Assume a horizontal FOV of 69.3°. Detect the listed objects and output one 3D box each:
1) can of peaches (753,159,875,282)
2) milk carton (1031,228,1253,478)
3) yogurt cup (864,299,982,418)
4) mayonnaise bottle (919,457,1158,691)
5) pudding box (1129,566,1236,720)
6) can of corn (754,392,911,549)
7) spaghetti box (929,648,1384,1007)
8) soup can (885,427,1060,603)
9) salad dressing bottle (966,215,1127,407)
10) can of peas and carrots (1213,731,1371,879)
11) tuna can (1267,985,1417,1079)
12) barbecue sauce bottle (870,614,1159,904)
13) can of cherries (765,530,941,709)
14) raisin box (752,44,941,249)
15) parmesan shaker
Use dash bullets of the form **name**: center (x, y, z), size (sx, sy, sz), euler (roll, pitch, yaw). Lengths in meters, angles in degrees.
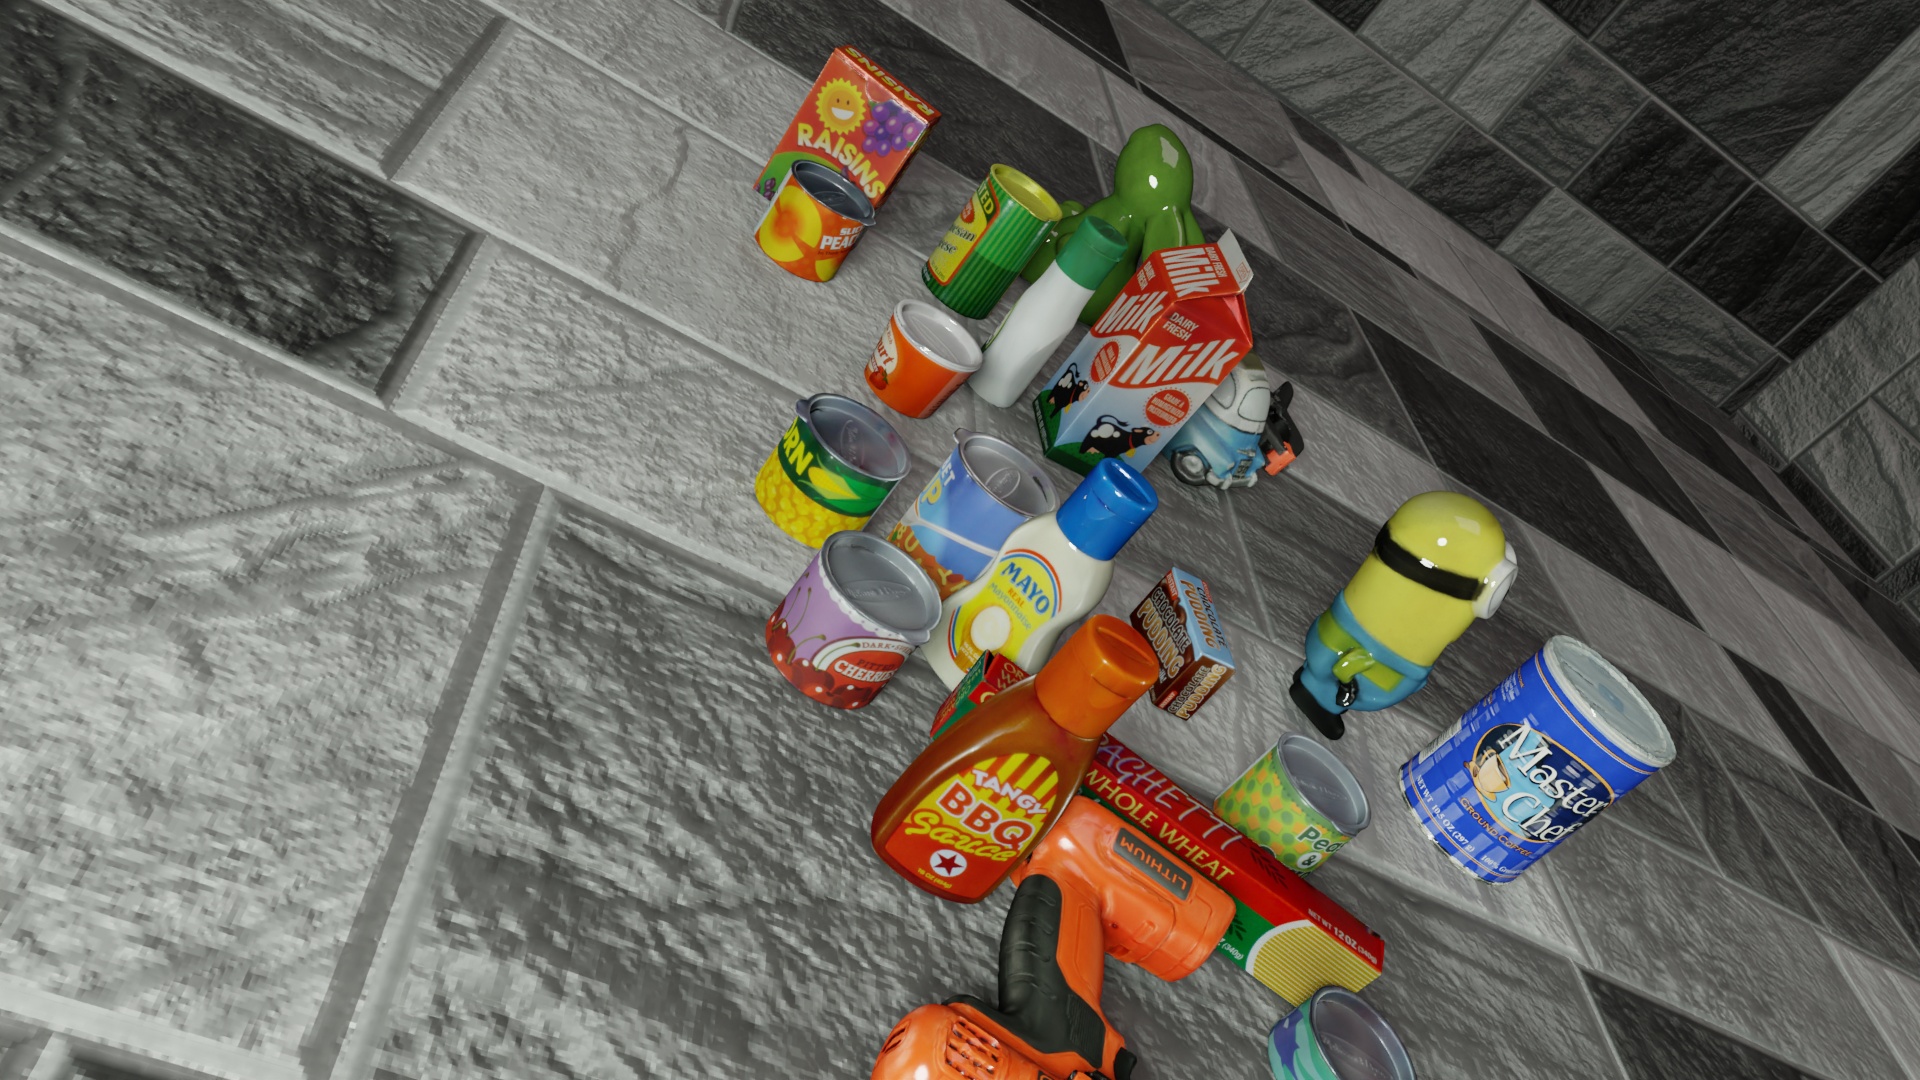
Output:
- **can of peaches**: center (-0.102, -0.222, 0.974), size (0.071, 0.057, 0.071), euler (28, 31, -19)
- **milk carton**: center (0.137, -0.131, 0.980), size (0.073, 0.189, 0.073), euler (25, 32, -24)
- **yogurt cup**: center (-0.027, -0.118, 0.917), size (0.072, 0.053, 0.073), euler (28, 31, -19)
- **mayonnaise bottle**: center (0.041, 0.022, 0.703), size (0.065, 0.147, 0.041), euler (48, 30, 16)
- **pudding box**: center (0.136, 0.062, 0.853), size (0.030, 0.049, 0.084), euler (25, 32, -23)
- **can of corn**: center (-0.072, -0.038, 0.751), size (0.071, 0.058, 0.071), euler (28, 31, -19)
- **spaghetti box**: center (0.097, 0.148, 0.691), size (0.250, 0.050, 0.029), euler (37, 29, -4)
- **soup can**: center (0.003, -0.010, 0.770), size (0.071, 0.083, 0.072), euler (28, 31, -19)
- **salad dressing bottle**: center (0.060, -0.161, 0.980), size (0.044, 0.147, 0.064), euler (42, 29, 4)
- **can of peas and carrots**: center (0.185, 0.152, 0.774), size (0.071, 0.058, 0.071), euler (28, 31, -19)
- **tuna can**: center (0.181, 0.251, 0.659), size (0.071, 0.032, 0.071), euler (28, 31, -19)
- **barbecue sauce bottle**: center (0.025, 0.092, 0.587), size (0.065, 0.148, 0.044), euler (32, 30, -13)
- **can of cherries**: center (-0.051, 0.040, 0.666), size (0.071, 0.058, 0.072), euler (28, 31, -19)
- **raisin box**: center (-0.084, -0.284, 1.014), size (0.086, 0.123, 0.040), euler (38, 29, -2)
- **parmesan shaker**: center (0.023, -0.229, 1.079), size (0.071, 0.102, 0.072), euler (28, 31, -19)
